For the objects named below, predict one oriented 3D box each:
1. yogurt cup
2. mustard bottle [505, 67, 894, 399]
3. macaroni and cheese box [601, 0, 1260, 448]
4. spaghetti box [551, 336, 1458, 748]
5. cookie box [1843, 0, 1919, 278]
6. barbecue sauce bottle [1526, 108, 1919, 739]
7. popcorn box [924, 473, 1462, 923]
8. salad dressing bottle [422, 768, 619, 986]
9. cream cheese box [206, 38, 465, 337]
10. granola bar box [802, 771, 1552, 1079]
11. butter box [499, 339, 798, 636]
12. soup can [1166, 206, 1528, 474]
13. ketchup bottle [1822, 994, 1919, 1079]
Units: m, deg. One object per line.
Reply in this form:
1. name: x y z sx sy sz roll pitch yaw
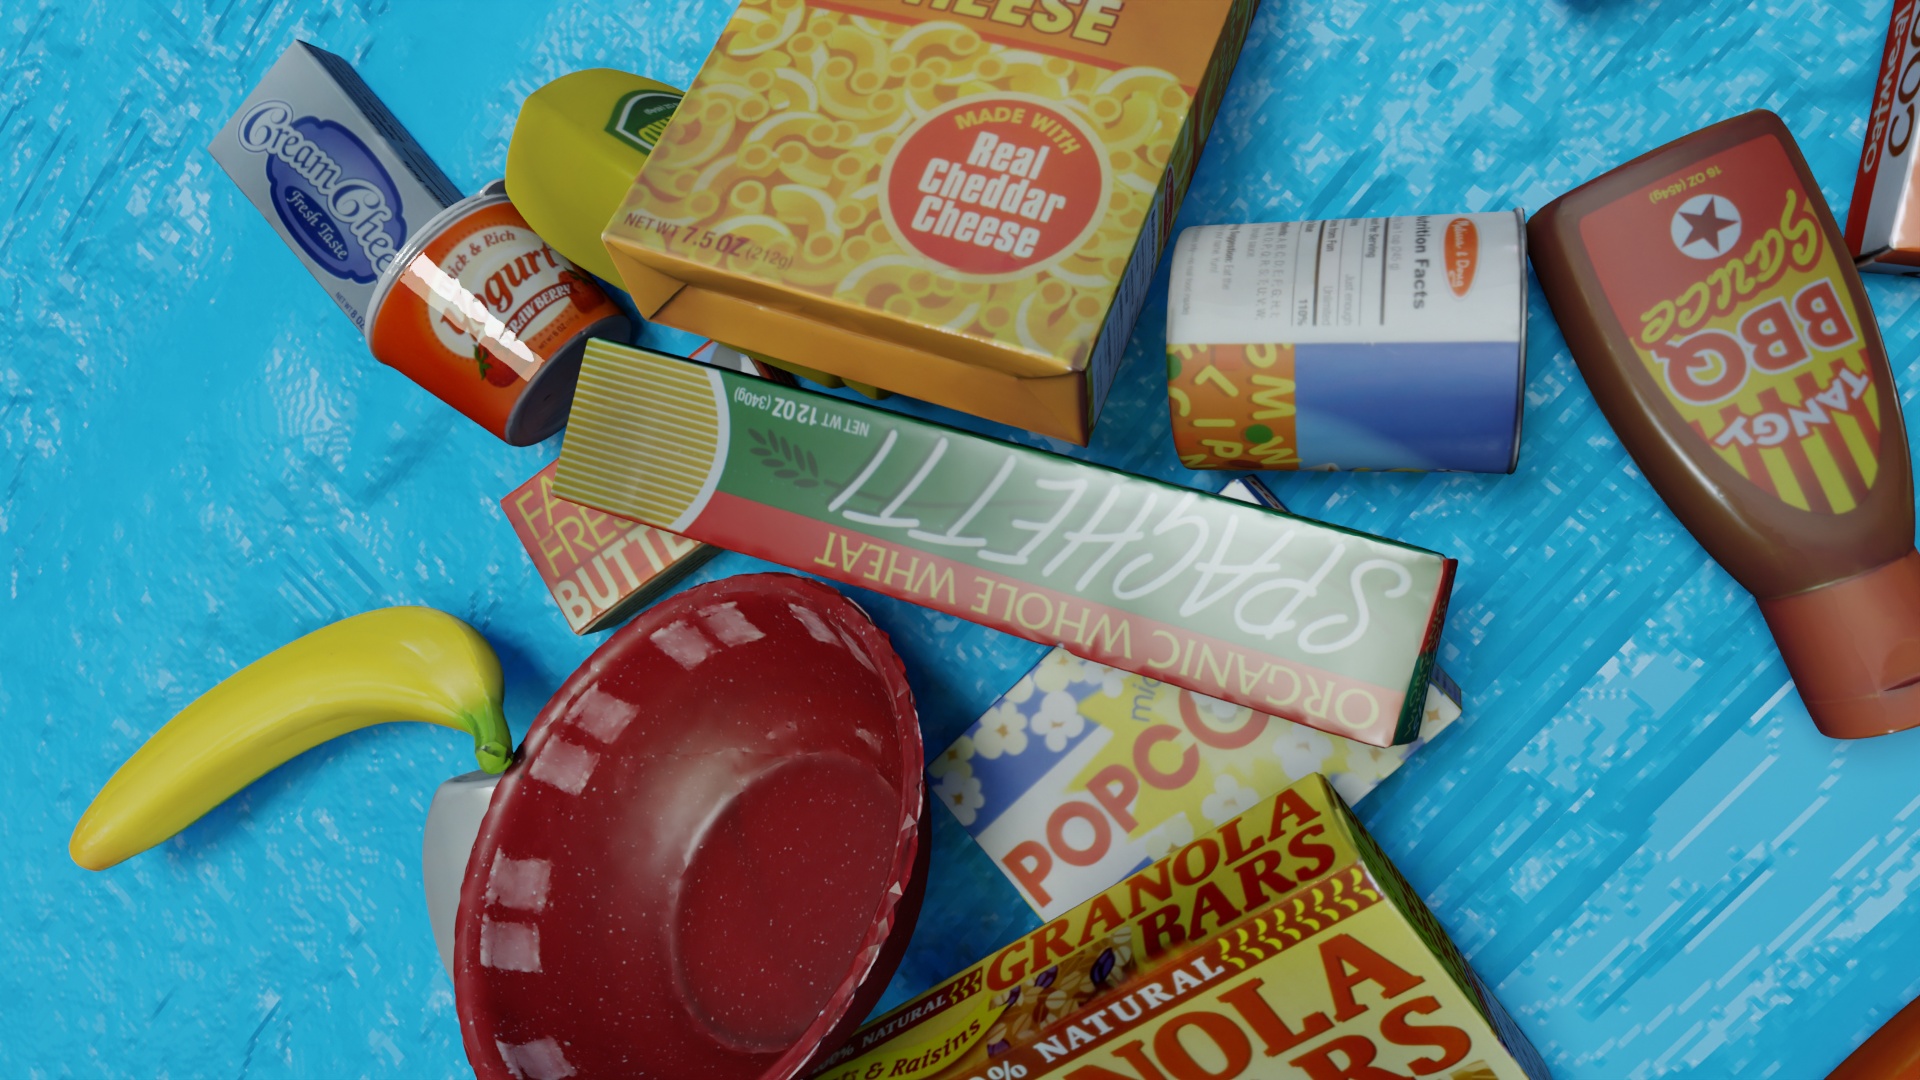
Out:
1. yogurt cup: -0.141 -0.066 0.435 0.054 0.072 0.072 40 103 3
2. mustard bottle: -0.055 -0.083 0.408 0.160 0.065 0.048 32 126 9
3. macaroni and cheese box: 0.002 -0.118 0.363 0.124 0.040 0.167 18 67 13
4. spaghetti box: 0.001 -0.005 0.374 0.250 0.029 0.050 16 94 21
5. cookie box: 0.306 -0.111 0.310 0.167 0.040 0.122 11 95 15
6. barbecue sauce bottle: 0.199 -0.026 0.342 0.065 0.043 0.148 -23 85 8
7. popcorn box: 0.063 0.054 0.389 0.126 0.038 0.085 -44 78 14
8. salad dressing bottle: -0.135 0.147 0.451 0.064 0.044 0.147 -9 90 16
9. cream cheese box: -0.204 -0.115 0.472 0.053 0.024 0.104 -45 80 12
10. granola bar box: 0.059 0.150 0.367 0.165 0.039 0.124 -33 112 15
11. butter box: -0.093 -0.018 0.441 0.103 0.024 0.053 -34 82 15
12. soup can: 0.100 -0.048 0.362 0.084 0.071 0.071 1 93 18
13. ketchup bottle: 0.274 0.113 0.325 0.065 0.043 0.148 42 102 12
